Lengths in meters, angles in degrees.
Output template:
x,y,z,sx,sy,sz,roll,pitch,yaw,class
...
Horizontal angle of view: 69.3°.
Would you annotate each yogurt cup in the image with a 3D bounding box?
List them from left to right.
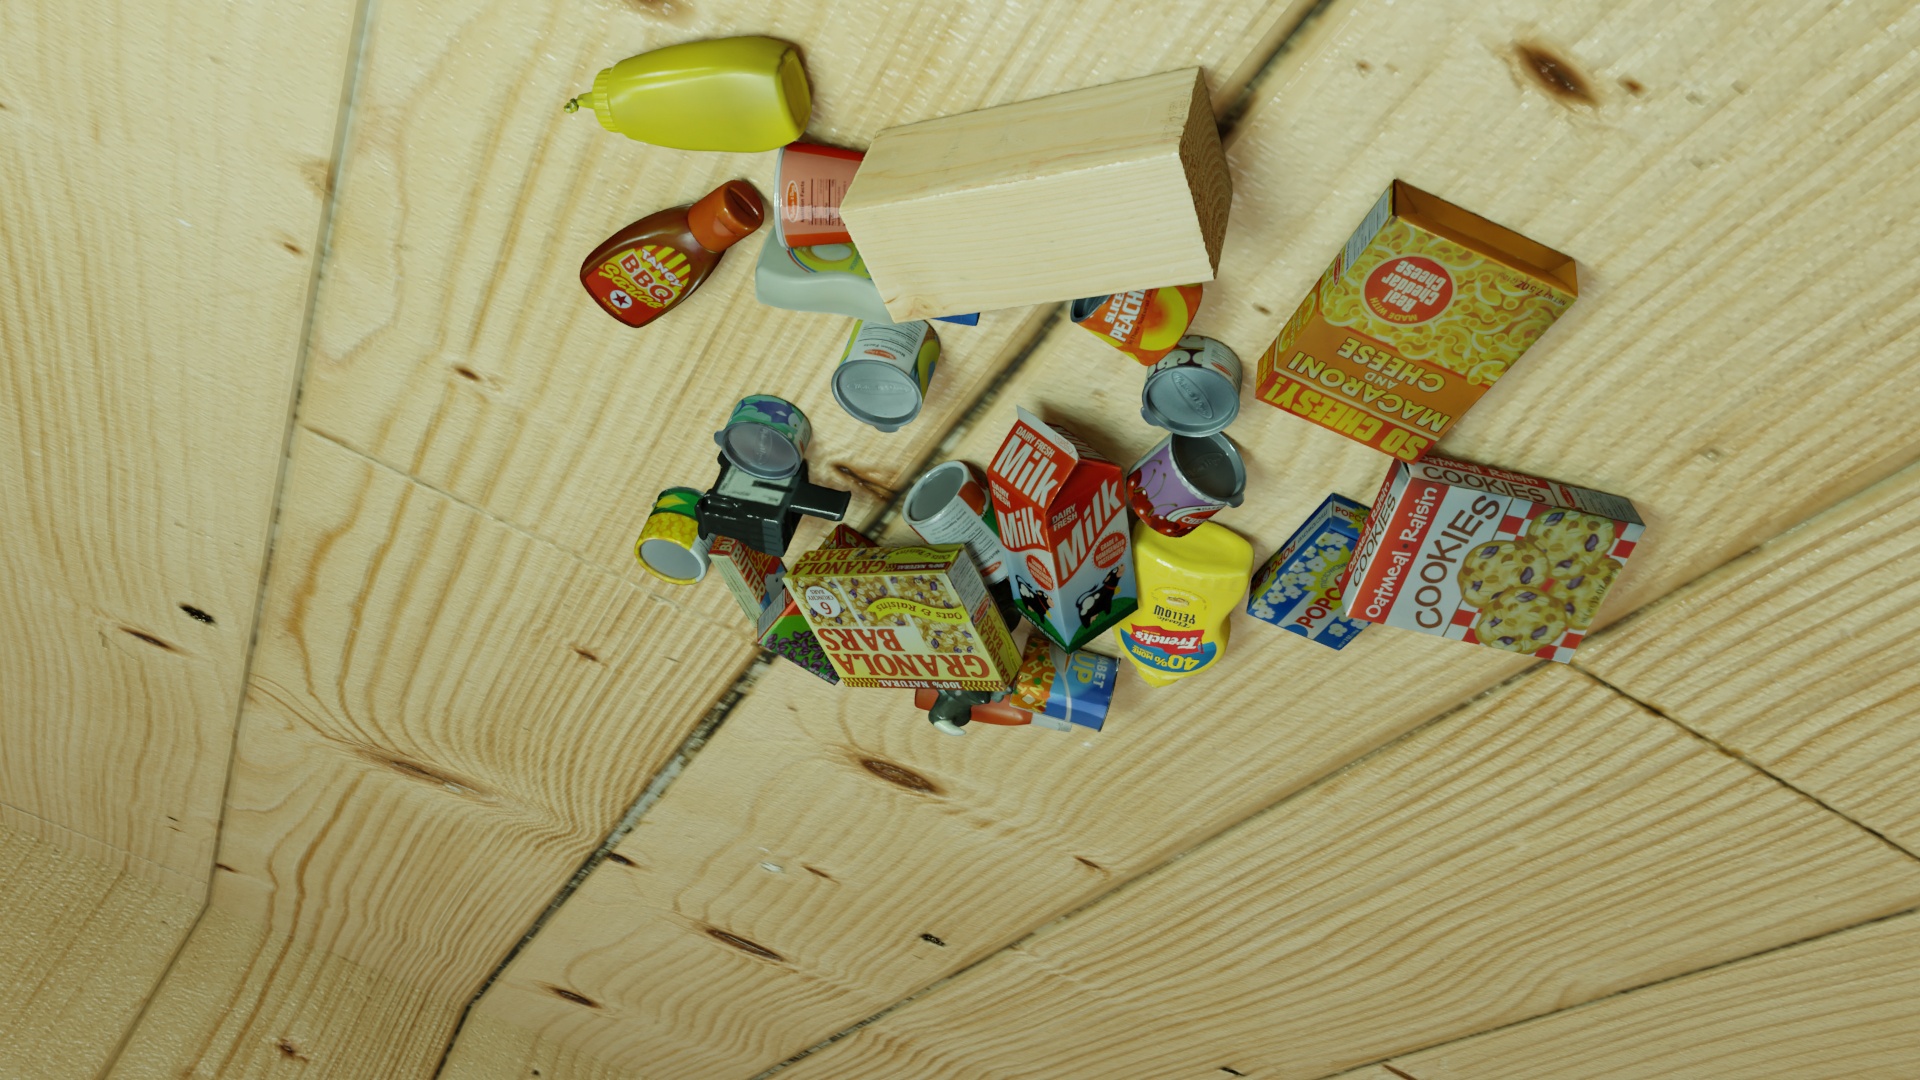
x,y,z,sx,sy,sz,roll,pitch,yaw,class
-0.086,-0.218,0.879,0.054,0.073,0.072,4,141,4,yogurt cup

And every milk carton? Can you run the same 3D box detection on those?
x,y,z,sx,sy,sz,roll,pitch,yaw,class
0.075,-0.013,1.032,0.072,0.074,0.189,40,153,42,milk carton

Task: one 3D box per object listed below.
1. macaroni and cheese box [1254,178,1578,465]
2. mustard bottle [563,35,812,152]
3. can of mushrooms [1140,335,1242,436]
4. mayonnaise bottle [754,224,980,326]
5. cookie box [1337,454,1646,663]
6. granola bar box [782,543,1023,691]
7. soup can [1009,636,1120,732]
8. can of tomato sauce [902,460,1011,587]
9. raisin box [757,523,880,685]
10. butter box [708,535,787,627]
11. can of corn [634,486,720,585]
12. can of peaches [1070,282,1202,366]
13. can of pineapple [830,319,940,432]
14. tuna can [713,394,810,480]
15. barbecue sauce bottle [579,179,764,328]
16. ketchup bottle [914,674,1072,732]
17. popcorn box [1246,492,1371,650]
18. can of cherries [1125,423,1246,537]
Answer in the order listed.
x,y,z,sx,sy,sz,roll,pitch,yaw,class
0.279,-0.131,0.869,0.124,0.040,0.165,22,141,-7,macaroni and cheese box
-0.174,-0.273,0.855,0.160,0.049,0.065,4,140,17,mustard bottle
0.157,-0.105,0.951,0.071,0.034,0.070,10,142,8,can of mushrooms
-0.059,-0.173,0.927,0.148,0.065,0.041,10,138,2,mayonnaise bottle
0.366,0.012,0.972,0.167,0.040,0.122,12,123,-3,cookie box
-0.046,0.063,1.114,0.165,0.039,0.123,-3,127,36,granola bar box
0.092,0.124,1.230,0.084,0.072,0.071,16,142,2,soup can
0.004,-0.014,1.095,0.071,0.071,0.083,-18,130,36,can of tomato sauce
-0.106,0.056,1.200,0.086,0.040,0.123,33,113,-22,raisin box
-0.183,0.026,1.221,0.024,0.053,0.103,1,139,23,butter box
-0.244,-0.003,1.202,0.071,0.058,0.070,10,141,8,can of corn
0.112,-0.151,0.880,0.058,0.071,0.071,29,140,-17,can of peaches
-0.053,-0.122,0.987,0.071,0.058,0.070,11,141,9,can of pineapple
-0.155,-0.082,1.094,0.071,0.033,0.070,10,141,8,tuna can
-0.196,-0.200,0.957,0.148,0.044,0.064,-21,127,38,barbecue sauce bottle
0.033,0.145,1.293,0.149,0.044,0.064,13,134,4,ketchup bottle
0.287,0.026,1.059,0.085,0.038,0.126,22,141,-8,popcorn box
0.162,-0.041,0.996,0.071,0.072,0.058,29,140,-15,can of cherries
